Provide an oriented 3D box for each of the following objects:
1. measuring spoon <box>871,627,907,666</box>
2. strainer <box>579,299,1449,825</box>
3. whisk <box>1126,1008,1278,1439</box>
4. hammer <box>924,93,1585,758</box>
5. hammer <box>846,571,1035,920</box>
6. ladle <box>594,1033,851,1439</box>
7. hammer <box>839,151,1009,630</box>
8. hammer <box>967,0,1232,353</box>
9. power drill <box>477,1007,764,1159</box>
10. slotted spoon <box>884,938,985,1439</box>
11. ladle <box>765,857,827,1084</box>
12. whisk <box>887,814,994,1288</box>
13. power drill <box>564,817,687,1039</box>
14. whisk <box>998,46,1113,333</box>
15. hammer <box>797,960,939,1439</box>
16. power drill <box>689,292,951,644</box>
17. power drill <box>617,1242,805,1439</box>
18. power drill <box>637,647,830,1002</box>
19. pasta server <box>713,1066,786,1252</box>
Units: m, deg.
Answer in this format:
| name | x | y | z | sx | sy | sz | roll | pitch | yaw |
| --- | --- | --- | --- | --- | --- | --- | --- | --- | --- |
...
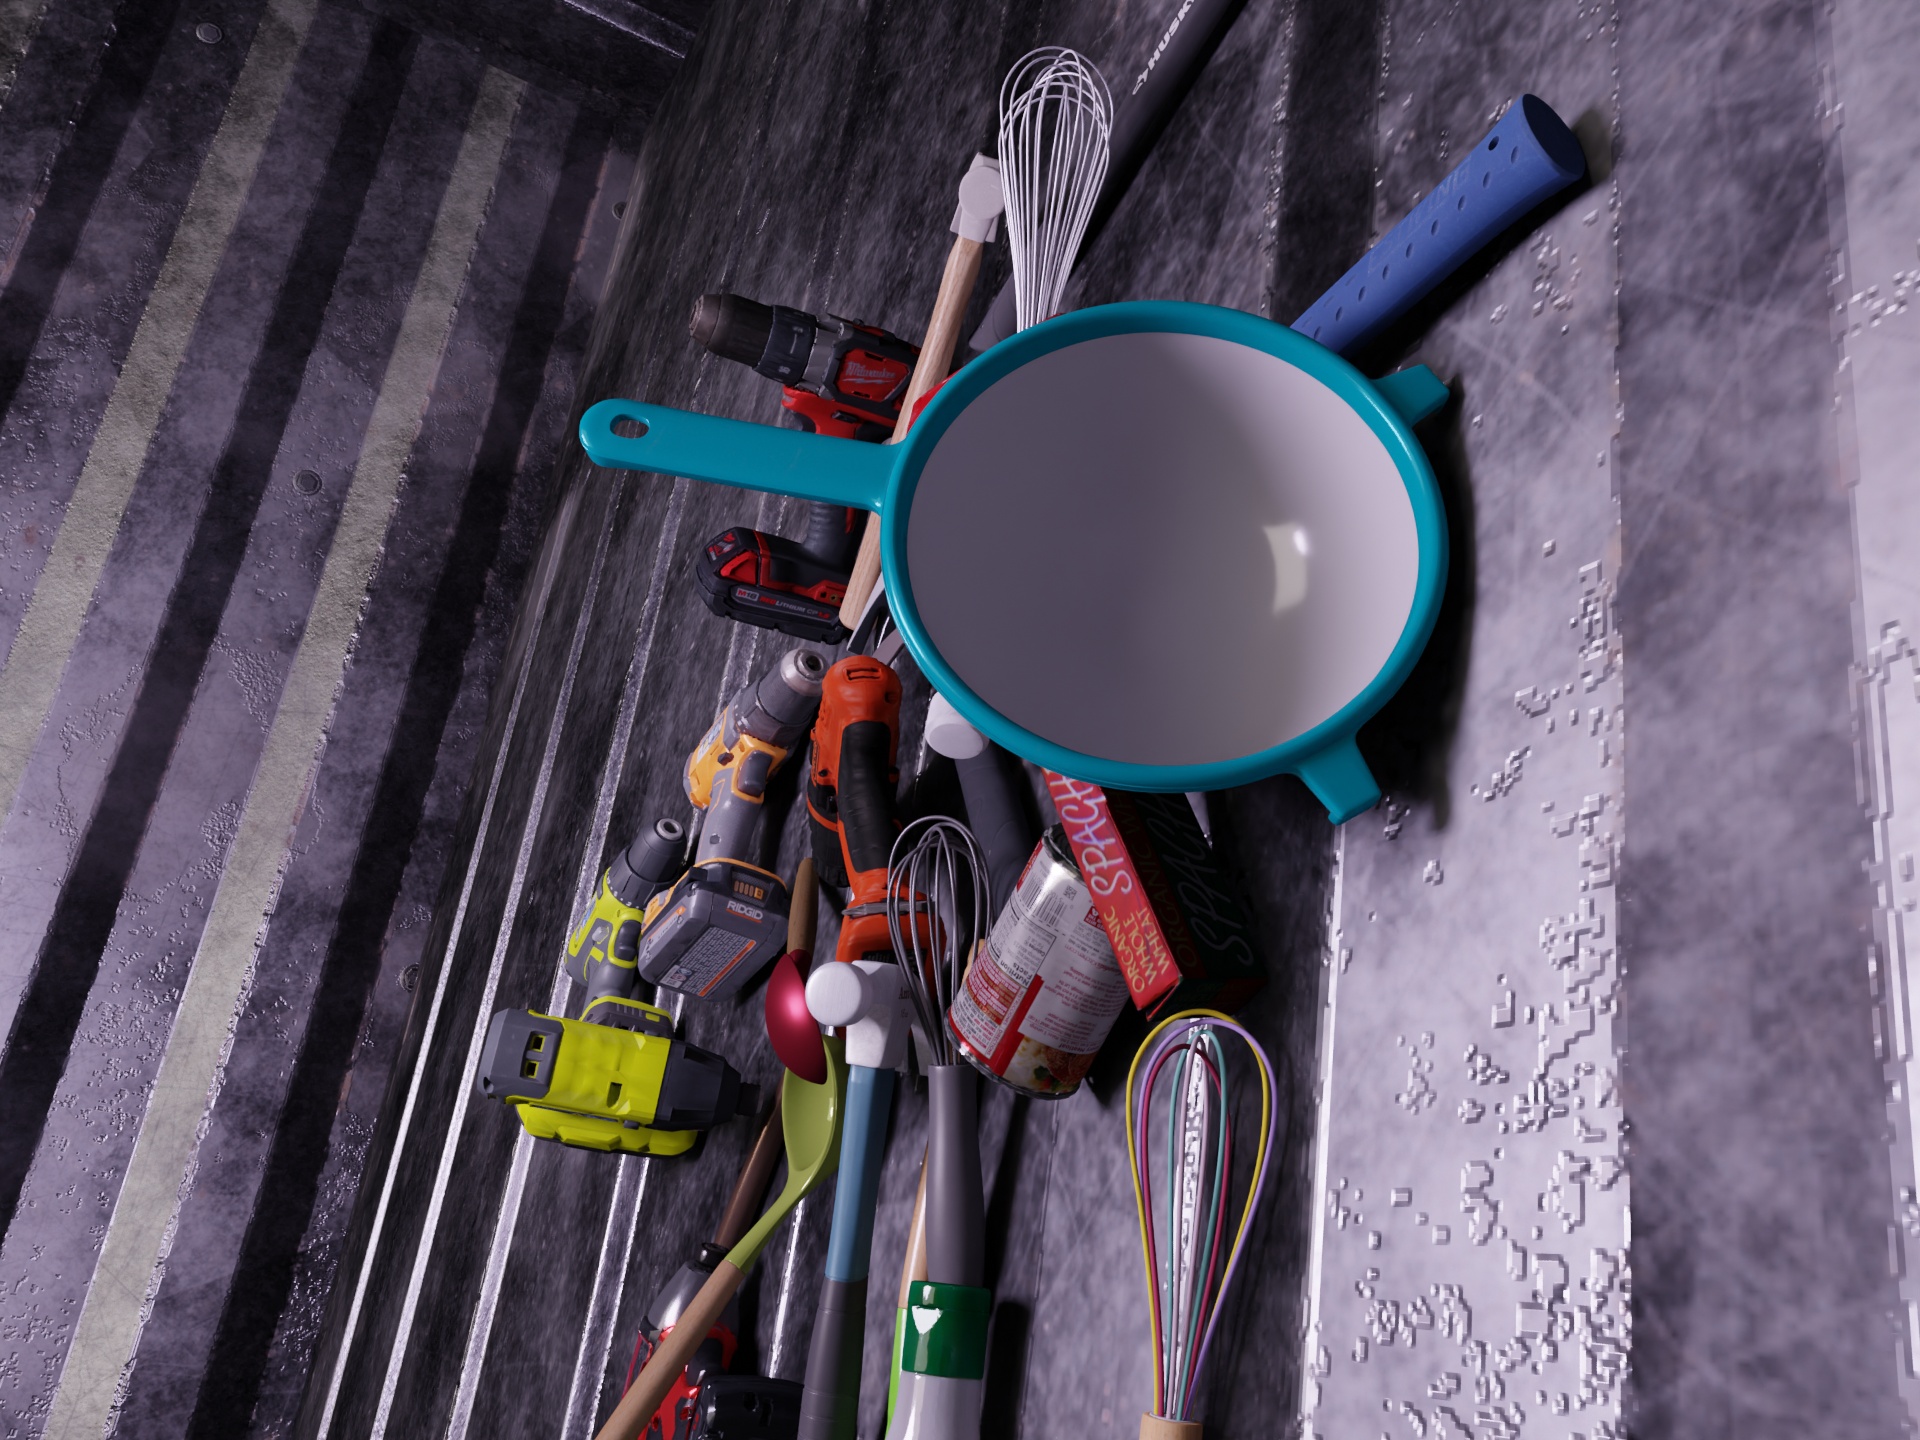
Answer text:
| name | x | y | z | sx | sy | sz | roll | pitch | yaw |
| --- | --- | --- | --- | --- | --- | --- | --- | --- | --- |
| measuring spoon | -0.035 | -0.044 | 0.967 | 0.124 | 0.018 | 0.034 | 140 | 137 | -63 |
| strainer | 0.015 | -0.068 | 0.642 | 0.095 | 0.340 | 0.211 | 80 | -156 | -65 |
| whisk | 0.075 | 0.227 | 0.572 | 0.051 | 0.047 | 0.245 | -19 | 59 | 60 |
| hammer | 0.109 | -0.129 | 0.732 | 0.405 | 0.035 | 0.144 | -40 | 30 | 45 |
| hammer | -0.001 | -0.003 | 0.918 | 0.149 | 0.036 | 0.409 | -60 | 26 | 27 |
| ladle | -0.143 | 0.300 | 0.828 | 0.320 | 0.062 | 0.078 | -53 | 11 | -32 |
| hammer | -0.026 | -0.213 | 1.071 | 0.130 | 0.031 | 0.331 | -83 | 10 | -65 |
| hammer | 0.095 | -0.353 | 0.962 | 0.334 | 0.035 | 0.146 | -53 | 30 | 37 |
| power drill | -0.225 | 0.245 | 1.062 | 0.223 | 0.171 | 0.080 | 126 | 155 | -69 |
| slotted spoon | -0.017 | 0.258 | 0.768 | 0.070 | 0.031 | 0.314 | 113 | 170 | -69 |
| ladle | -0.094 | 0.132 | 0.947 | 0.315 | 0.031 | 0.069 | -108 | 8 | -77 |
| whisk | -0.007 | 0.164 | 0.749 | 0.055 | 0.055 | 0.239 | -19 | 70 | 62 |
| power drill | -0.283 | 0.209 | 1.336 | 0.190 | 0.080 | 0.229 | -56 | 25 | 32 |
| whisk | 0.044 | -0.242 | 0.921 | 0.070 | 0.070 | 0.284 | -159 | 73 | -67 |
| hammer | -0.058 | 0.283 | 0.770 | 0.128 | 0.033 | 0.331 | 25 | -109 | -70 |
| power drill | -0.125 | -0.185 | 1.142 | 0.080 | 0.187 | 0.226 | -122 | 50 | -62 |
| power drill | -0.139 | 0.388 | 0.888 | 0.220 | 0.078 | 0.143 | -2 | 71 | 68 |
| power drill | -0.156 | 0.068 | 1.158 | 0.185 | 0.084 | 0.226 | -46 | 30 | 43 |
| pasta server | -0.162 | 0.346 | 1.012 | 0.060 | 0.040 | 0.316 | -75 | 7 | -85 |
